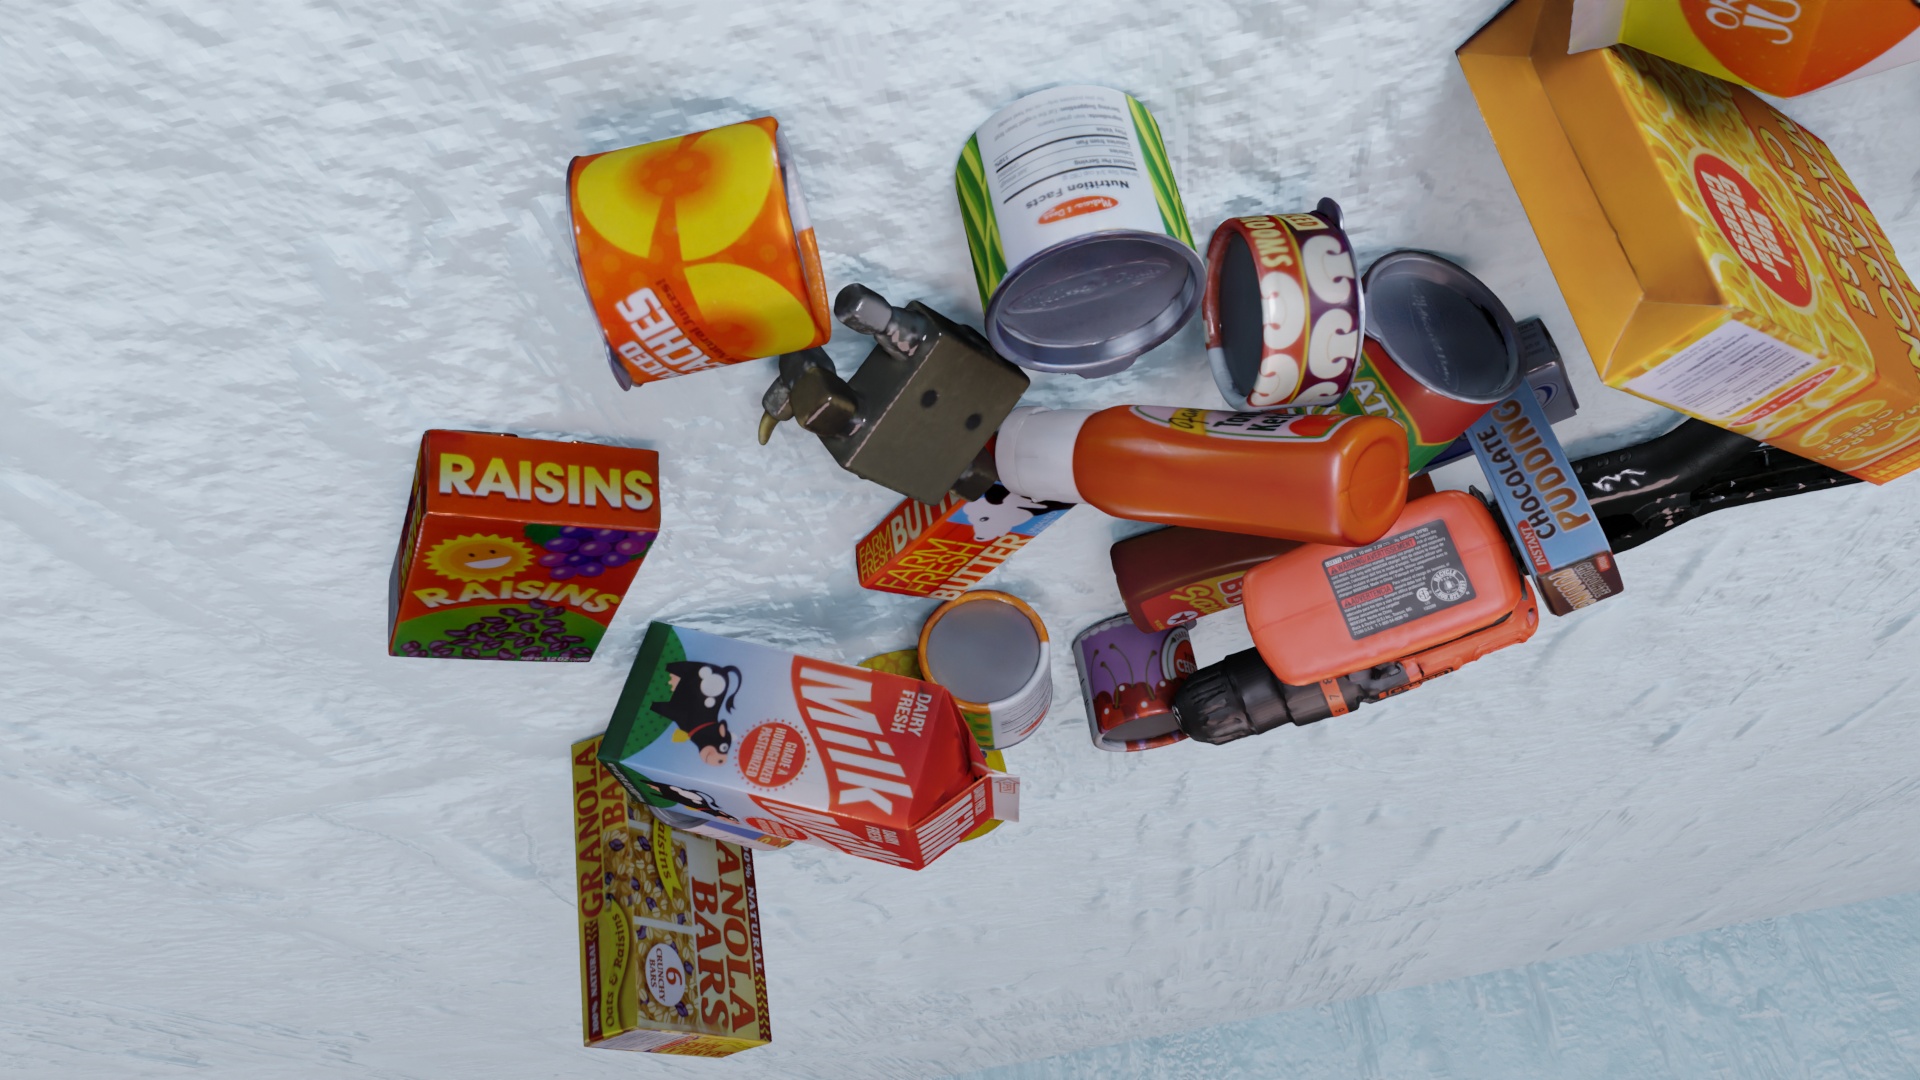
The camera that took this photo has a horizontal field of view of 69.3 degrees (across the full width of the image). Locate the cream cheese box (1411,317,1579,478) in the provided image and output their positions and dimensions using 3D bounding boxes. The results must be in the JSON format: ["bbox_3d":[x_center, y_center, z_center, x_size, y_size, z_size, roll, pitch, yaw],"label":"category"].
[{"bbox_3d":[0.203,-0.053,0.588,0.103,0.024,0.053,-23,151,22],"label":"cream cheese box"}]

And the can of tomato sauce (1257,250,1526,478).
[{"bbox_3d":[0.155,-0.056,0.520,0.071,0.071,0.082,1,151,-21],"label":"can of tomato sauce"}]

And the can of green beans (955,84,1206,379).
[{"bbox_3d":[0.035,-0.093,0.418,0.071,0.058,0.071,-8,152,-4],"label":"can of green beans"}]

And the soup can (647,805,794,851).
[{"bbox_3d":[-0.126,0.135,0.787,0.071,0.071,0.083,-21,152,19],"label":"soup can"}]

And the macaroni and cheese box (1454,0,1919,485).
[{"bbox_3d":[0.235,-0.090,0.422,0.166,0.124,0.040,10,147,-34],"label":"macaroni and cheese box"}]

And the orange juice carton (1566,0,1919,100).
[{"bbox_3d":[0.245,-0.170,0.329,0.192,0.073,0.071,-15,152,10],"label":"orange juice carton"}]

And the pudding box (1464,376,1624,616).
[{"bbox_3d":[0.226,-0.018,0.545,0.030,0.084,0.049,-25,148,21],"label":"pudding box"}]

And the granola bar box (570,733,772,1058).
[{"bbox_3d":[-0.163,0.201,0.789,0.039,0.166,0.124,-22,150,18],"label":"granola bar box"}]

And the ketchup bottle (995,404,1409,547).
[{"bbox_3d":[0.081,-0.027,0.507,0.149,0.043,0.065,8,-165,38],"label":"ketchup bottle"}]

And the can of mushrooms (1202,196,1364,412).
[{"bbox_3d":[0.106,-0.078,0.464,0.033,0.071,0.070,-5,152,-7],"label":"can of mushrooms"}]

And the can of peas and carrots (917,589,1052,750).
[{"bbox_3d":[0.011,0.064,0.702,0.071,0.071,0.058,-10,152,-1],"label":"can of peas and carrots"}]

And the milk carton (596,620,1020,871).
[{"bbox_3d":[-0.064,0.103,0.663,0.191,0.074,0.072,12,153,9],"label":"milk carton"}]

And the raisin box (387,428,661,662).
[{"bbox_3d":[-0.176,0.006,0.552,0.086,0.040,0.122,5,150,-26],"label":"raisin box"}]

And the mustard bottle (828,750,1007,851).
[{"bbox_3d":[-0.046,0.170,0.883,0.160,0.065,0.049,-21,155,27],"label":"mustard bottle"}]

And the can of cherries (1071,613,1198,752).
[{"bbox_3d":[0.101,0.078,0.764,0.071,0.058,0.071,-8,152,-4],"label":"can of cherries"}]

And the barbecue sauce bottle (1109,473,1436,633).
[{"bbox_3d":[0.148,0.002,0.653,0.148,0.044,0.064,-18,157,13],"label":"barbecue sauce bottle"}]

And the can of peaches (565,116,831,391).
[{"bbox_3d":[-0.071,-0.079,0.392,0.058,0.071,0.071,-12,152,1],"label":"can of peaches"}]

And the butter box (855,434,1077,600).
[{"bbox_3d":[0.002,-0.008,0.604,0.053,0.024,0.103,10,146,-35],"label":"butter box"}]

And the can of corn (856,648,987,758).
[{"bbox_3d":[-0.025,0.097,0.756,0.071,0.058,0.071,-8,152,-4],"label":"can of corn"}]
